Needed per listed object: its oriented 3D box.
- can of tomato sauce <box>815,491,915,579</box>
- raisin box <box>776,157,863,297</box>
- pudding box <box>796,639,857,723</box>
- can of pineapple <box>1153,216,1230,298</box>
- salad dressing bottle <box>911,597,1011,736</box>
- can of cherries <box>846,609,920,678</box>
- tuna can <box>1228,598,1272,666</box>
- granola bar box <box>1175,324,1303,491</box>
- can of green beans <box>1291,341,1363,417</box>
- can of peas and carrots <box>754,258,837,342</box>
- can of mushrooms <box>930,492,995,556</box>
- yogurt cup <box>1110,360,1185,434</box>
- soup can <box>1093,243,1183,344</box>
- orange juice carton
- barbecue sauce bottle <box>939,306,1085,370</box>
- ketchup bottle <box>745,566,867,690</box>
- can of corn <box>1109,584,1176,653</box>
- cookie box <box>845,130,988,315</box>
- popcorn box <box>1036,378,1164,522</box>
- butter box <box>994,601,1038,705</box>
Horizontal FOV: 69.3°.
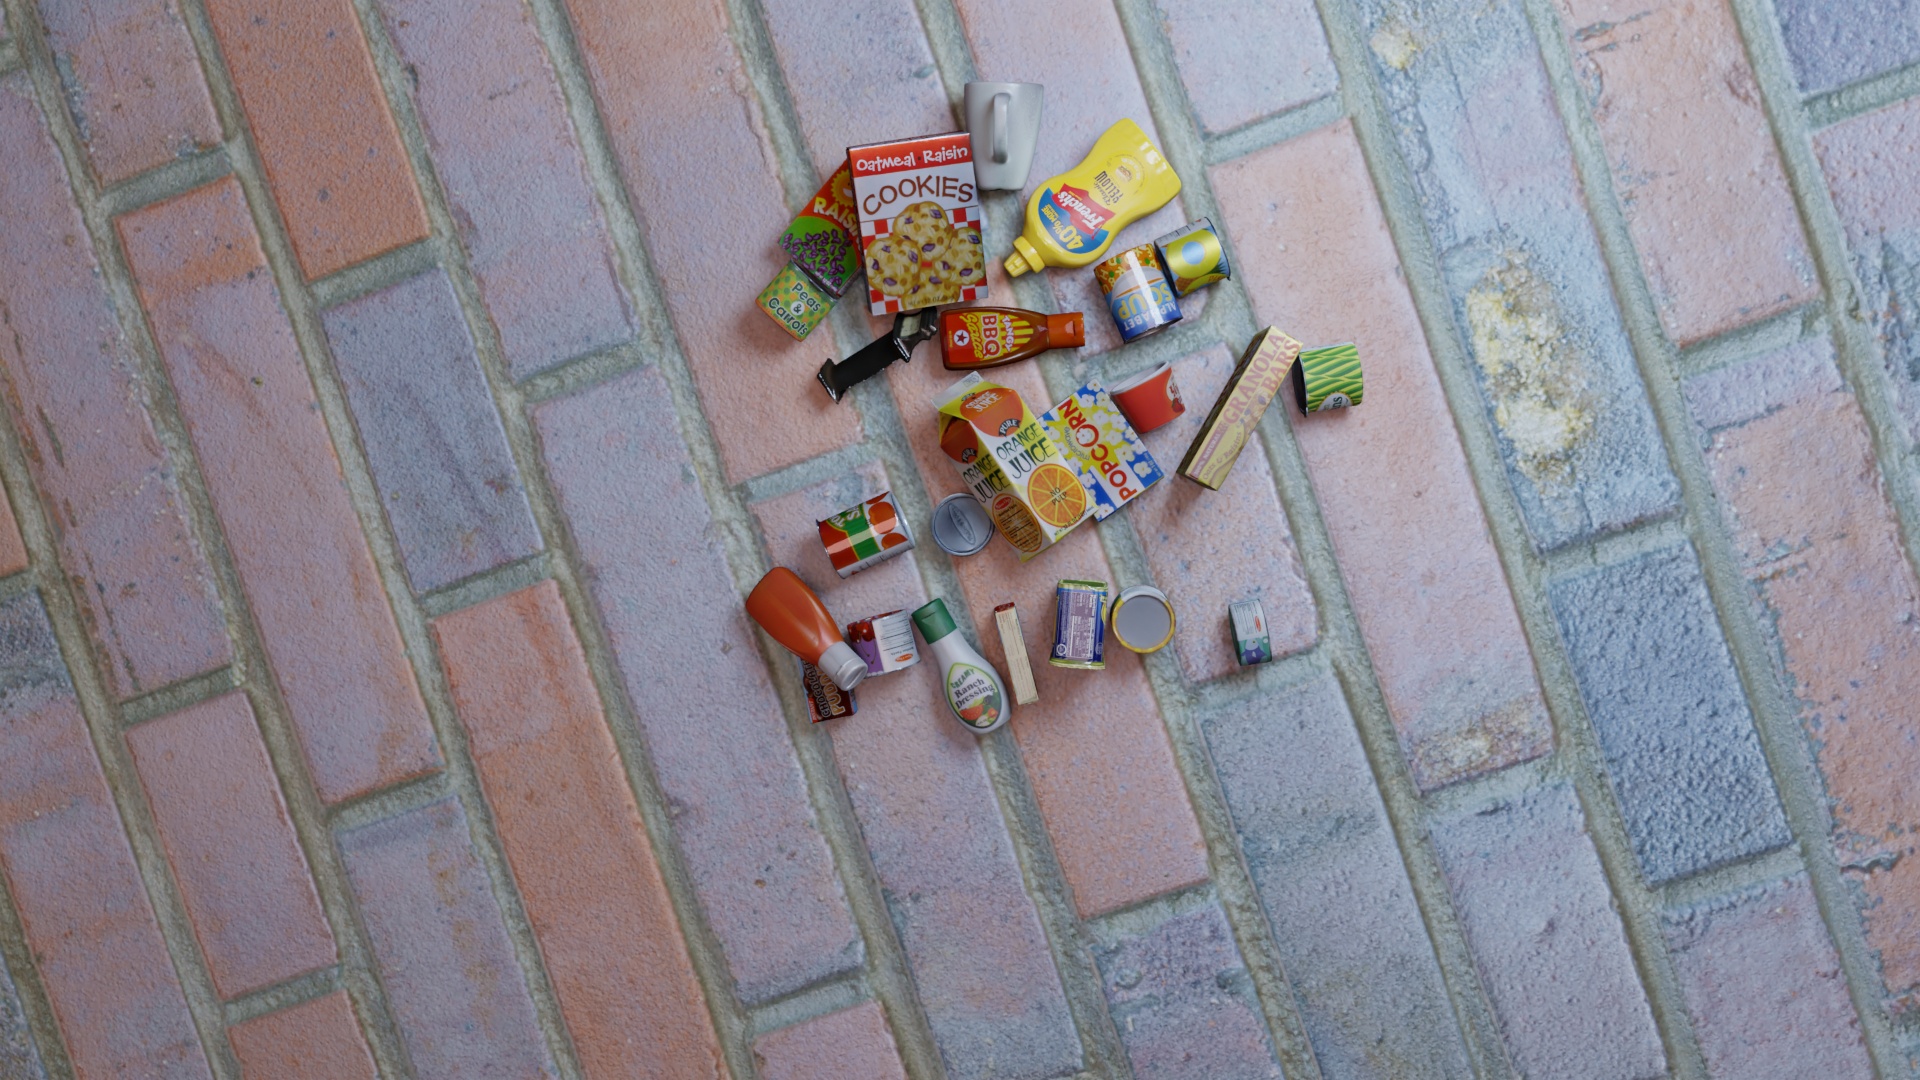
[{"bbox_3d":[-0.099,-0.008,1.451,0.083,0.071,0.071,-24,91,5],"label":"can of tomato sauce"},{"bbox_3d":[-0.119,-0.329,1.449,0.086,0.040,0.123,41,96,1],"label":"raisin box"},{"bbox_3d":[-0.143,0.148,1.480,0.050,0.030,0.083,-11,92,6],"label":"pudding box"},{"bbox_3d":[0.236,-0.285,1.411,0.058,0.071,0.071,-23,91,6],"label":"can of pineapple"},{"bbox_3d":[-0.001,0.132,1.462,0.064,0.044,0.147,-30,90,6],"label":"salad dressing bottle"},{"bbox_3d":[-0.083,0.108,1.457,0.071,0.071,0.058,-16,92,5],"label":"can of cherries"},{"bbox_3d":[0.297,0.096,1.428,0.033,0.071,0.071,-11,92,6],"label":"tuna can"},{"bbox_3d":[0.277,-0.129,1.387,0.039,0.124,0.165,30,95,2],"label":"granola bar box"},{"bbox_3d":[0.371,-0.165,1.407,0.058,0.071,0.071,-8,93,4],"label":"can of green beans"},{"bbox_3d":[-0.170,-0.248,1.441,0.071,0.071,0.058,43,96,1],"label":"can of peas and carrots"},{"bbox_3d":[0.005,-0.018,1.459,0.071,0.033,0.071,0,93,5],"label":"can of mushrooms"},{"bbox_3d":[0.195,-0.145,1.424,0.072,0.072,0.054,-28,99,5],"label":"yogurt cup"},{"bbox_3d":[0.181,-0.252,1.414,0.071,0.071,0.083,-23,91,5],"label":"soup can"},{"bbox_3d":[0.048,-0.081,1.420,0.072,0.072,0.192,-35,90,-33],"label":"orange juice carton"},{"bbox_3d":[0.054,-0.213,1.440,0.148,0.044,0.065,-4,92,4],"label":"barbecue sauce bottle"},{"bbox_3d":[-0.158,0.095,1.445,0.149,0.043,0.064,42,99,25],"label":"ketchup bottle"},{"bbox_3d":[0.189,0.084,1.438,0.071,0.058,0.071,0,93,5],"label":"can of corn"},{"bbox_3d":[-0.044,-0.323,1.410,0.123,0.040,0.166,-10,109,-8],"label":"cookie box"},{"bbox_3d":[0.141,-0.094,1.442,0.085,0.038,0.126,-35,90,6],"label":"popcorn box"},{"bbox_3d":[0.058,0.118,1.452,0.024,0.053,0.103,-14,93,2],"label":"butter box"}]
